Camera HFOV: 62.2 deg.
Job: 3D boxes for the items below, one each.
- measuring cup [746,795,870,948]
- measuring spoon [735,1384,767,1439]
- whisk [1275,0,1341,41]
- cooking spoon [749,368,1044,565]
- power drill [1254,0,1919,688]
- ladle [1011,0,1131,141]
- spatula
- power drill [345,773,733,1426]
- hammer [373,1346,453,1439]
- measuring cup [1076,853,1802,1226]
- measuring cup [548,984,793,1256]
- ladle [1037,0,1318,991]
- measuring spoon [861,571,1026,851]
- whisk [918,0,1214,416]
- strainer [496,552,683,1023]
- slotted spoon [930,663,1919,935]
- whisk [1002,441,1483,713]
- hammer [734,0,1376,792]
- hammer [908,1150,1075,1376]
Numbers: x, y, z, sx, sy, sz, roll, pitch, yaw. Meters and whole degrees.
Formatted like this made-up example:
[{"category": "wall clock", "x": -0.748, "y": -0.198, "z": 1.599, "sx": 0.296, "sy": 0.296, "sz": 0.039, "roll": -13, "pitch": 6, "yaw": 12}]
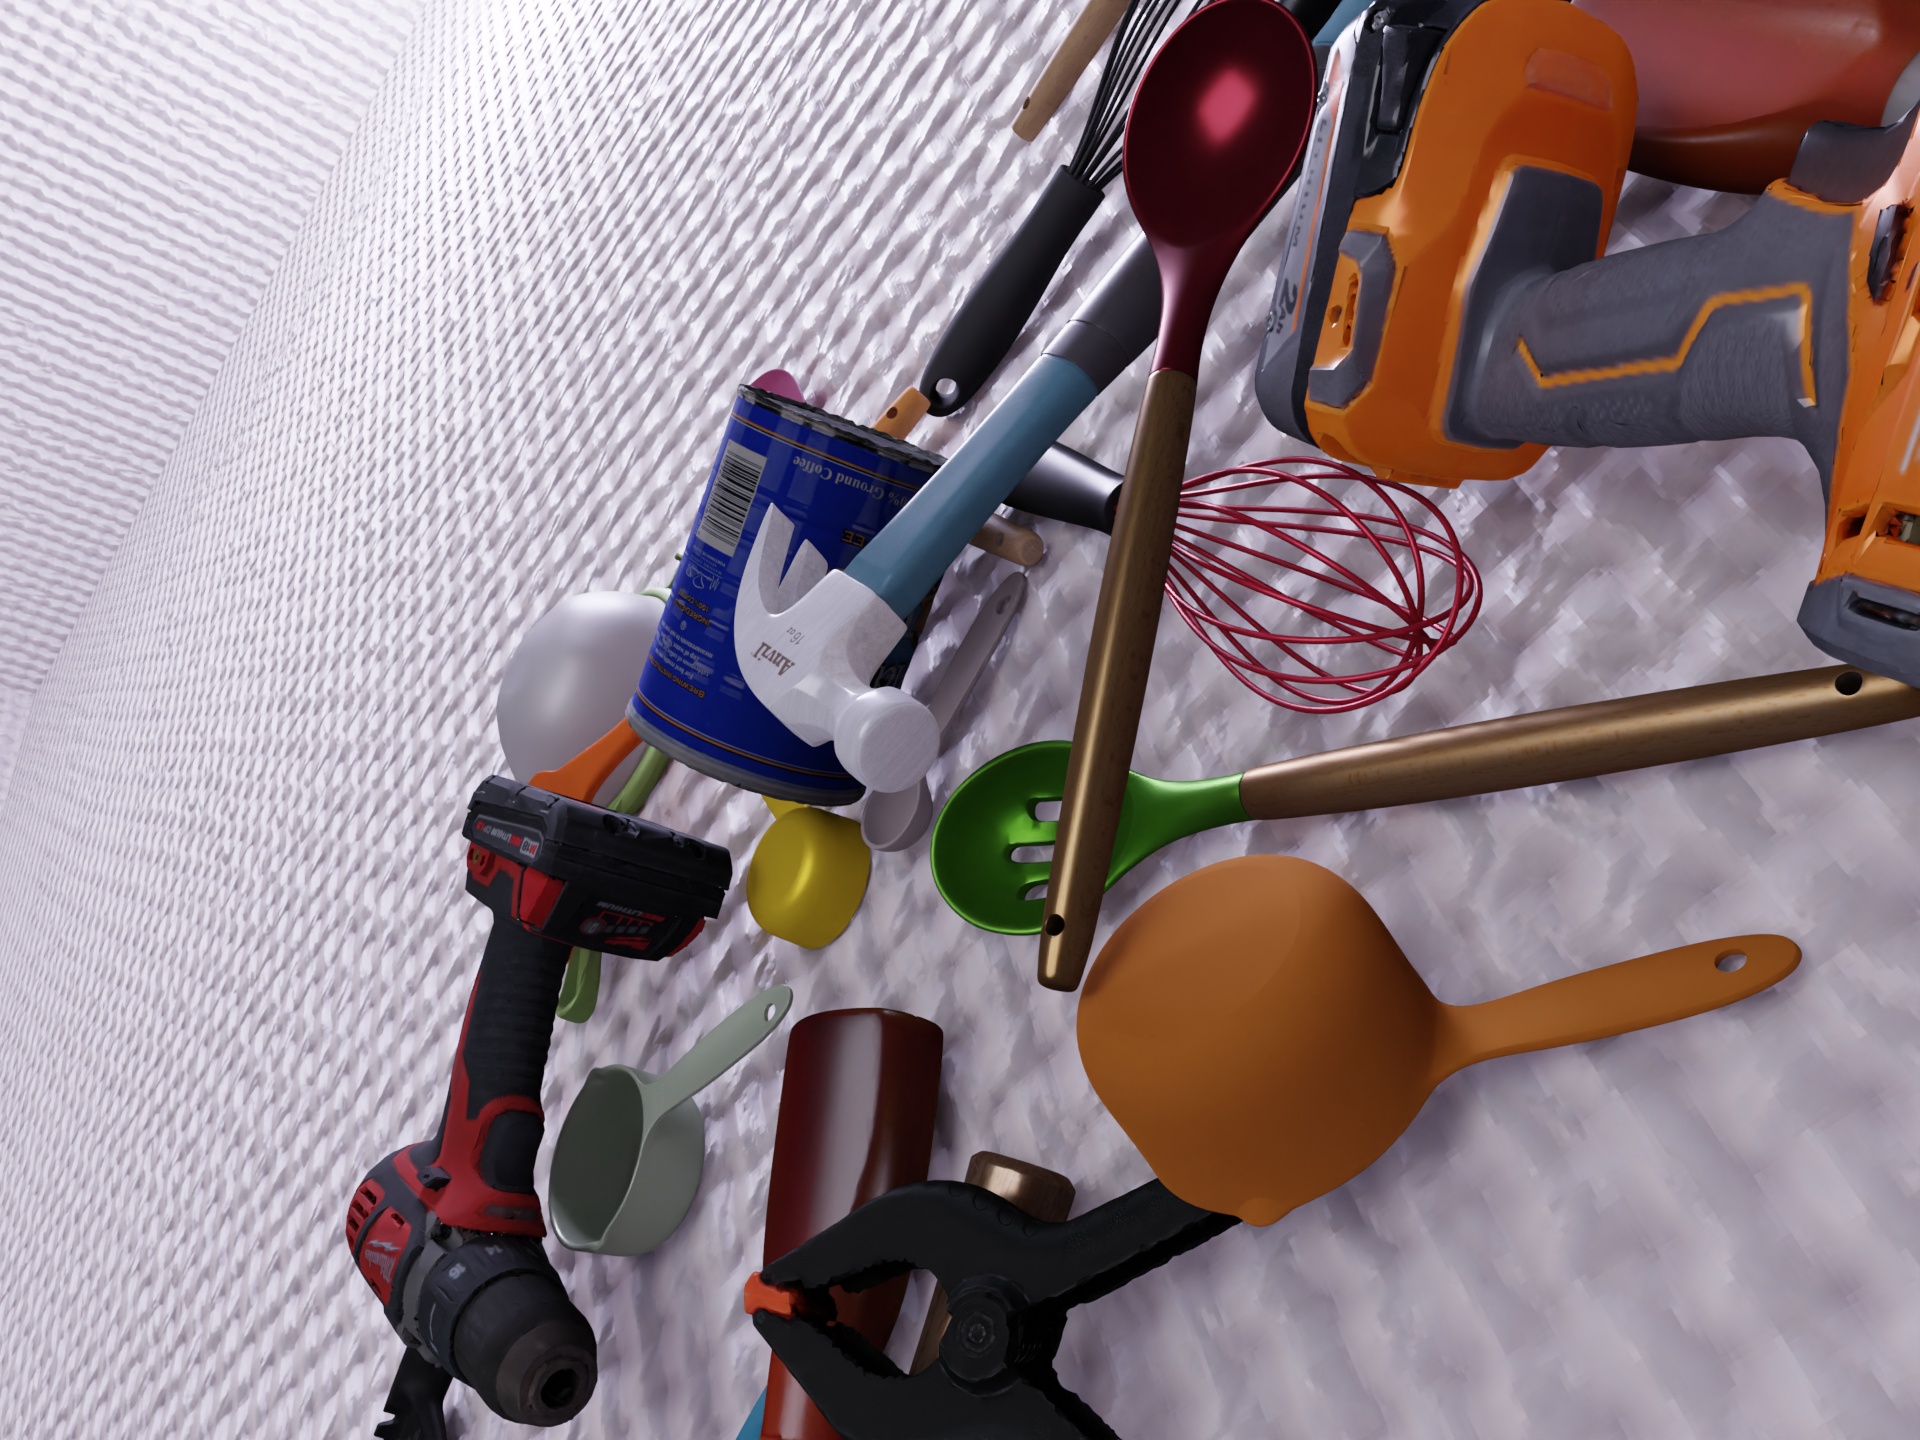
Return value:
[{"category": "measuring cup", "x": -0.083, "y": 0.036, "z": 0.691, "sx": 0.062, "sy": 0.029, "sz": 0.157, "roll": -54, "pitch": 38, "yaw": 16}, {"category": "measuring spoon", "x": -0.071, "y": 0.266, "z": 0.555, "sx": 0.042, "sy": 0.021, "sz": 0.128, "roll": 21, "pitch": 78, "yaw": 56}, {"category": "whisk", "x": 0.158, "y": -0.310, "z": 0.568, "sx": 0.284, "sy": 0.070, "sz": 0.070, "roll": -56, "pitch": 35, "yaw": 22}, {"category": "cooking spoon", "x": -0.048, "y": -0.116, "z": 0.749, "sx": 0.319, "sy": 0.017, "sz": 0.068, "roll": 34, "pitch": 106, "yaw": 55}, {"category": "power drill", "x": 0.170, "y": -0.111, "z": 0.350, "sx": 0.227, "sy": 0.084, "sz": 0.164, "roll": 39, "pitch": 122, "yaw": 57}, {"category": "ladle", "x": 0.125, "y": -0.378, "z": 0.671, "sx": 0.320, "sy": 0.062, "sz": 0.078, "roll": -51, "pitch": 38, "yaw": 32}, {"category": "spatula", "x": -0.119, "y": -0.024, "z": 0.734, "sx": 0.322, "sy": 0.041, "sz": 0.081, "roll": -48, "pitch": 59, "yaw": 11}, {"category": "power drill", "x": -0.168, "y": 0.147, "z": 0.635, "sx": 0.188, "sy": 0.080, "sz": 0.227, "roll": 9, "pitch": 80, "yaw": 55}, {"category": "hammer", "x": -0.164, "y": 0.340, "z": 0.612, "sx": 0.337, "sy": 0.034, "sz": 0.127, "roll": 11, "pitch": 80, "yaw": 55}, {"category": "measuring cup", "x": 0.106, "y": 0.063, "z": 0.389, "sx": 0.173, "sy": 0.052, "sz": 0.095, "roll": -23, "pitch": 27, "yaw": 34}, {"category": "measuring cup", "x": -0.108, "y": 0.159, "z": 0.647, "sx": 0.167, "sy": 0.038, "sz": 0.083, "roll": -42, "pitch": 40, "yaw": 27}, {"category": "ladle", "x": 0.058, "y": -0.076, "z": 0.461, "sx": 0.069, "sy": 0.031, "sz": 0.316, "roll": -4, "pitch": 65, "yaw": 39}, {"category": "measuring spoon", "x": -0.001, "y": -0.002, "z": 0.626, "sx": 0.034, "sy": 0.018, "sz": 0.124, "roll": 18, "pitch": 78, "yaw": 55}, {"category": "whisk", "x": 0.053, "y": -0.222, "z": 0.662, "sx": 0.239, "sy": 0.055, "sz": 0.055, "roll": -52, "pitch": 36, "yaw": 27}, {"category": "strainer", "x": -0.207, "y": 0.031, "z": 0.825, "sx": 0.151, "sy": 0.069, "sz": 0.257, "roll": -34, "pitch": 44, "yaw": 37}, {"category": "slotted spoon", "x": 0.105, "y": 0.020, "z": 0.458, "sx": 0.314, "sy": 0.031, "sz": 0.070, "roll": -15, "pitch": 59, "yaw": 46}, {"category": "whisk", "x": 0.067, "y": -0.066, "z": 0.537, "sx": 0.073, "sy": 0.073, "sz": 0.296, "roll": -62, "pitch": 29, "yaw": 6}, {"category": "hammer", "x": 0.046, "y": -0.126, "z": 0.535, "sx": 0.331, "sy": 0.033, "sz": 0.128, "roll": -49, "pitch": 39, "yaw": -7}, {"category": "hammer", "x": -0.034, "y": 0.288, "z": 0.453, "sx": 0.130, "sy": 0.031, "sz": 0.331, "roll": 9, "pitch": 72, "yaw": 33}]
